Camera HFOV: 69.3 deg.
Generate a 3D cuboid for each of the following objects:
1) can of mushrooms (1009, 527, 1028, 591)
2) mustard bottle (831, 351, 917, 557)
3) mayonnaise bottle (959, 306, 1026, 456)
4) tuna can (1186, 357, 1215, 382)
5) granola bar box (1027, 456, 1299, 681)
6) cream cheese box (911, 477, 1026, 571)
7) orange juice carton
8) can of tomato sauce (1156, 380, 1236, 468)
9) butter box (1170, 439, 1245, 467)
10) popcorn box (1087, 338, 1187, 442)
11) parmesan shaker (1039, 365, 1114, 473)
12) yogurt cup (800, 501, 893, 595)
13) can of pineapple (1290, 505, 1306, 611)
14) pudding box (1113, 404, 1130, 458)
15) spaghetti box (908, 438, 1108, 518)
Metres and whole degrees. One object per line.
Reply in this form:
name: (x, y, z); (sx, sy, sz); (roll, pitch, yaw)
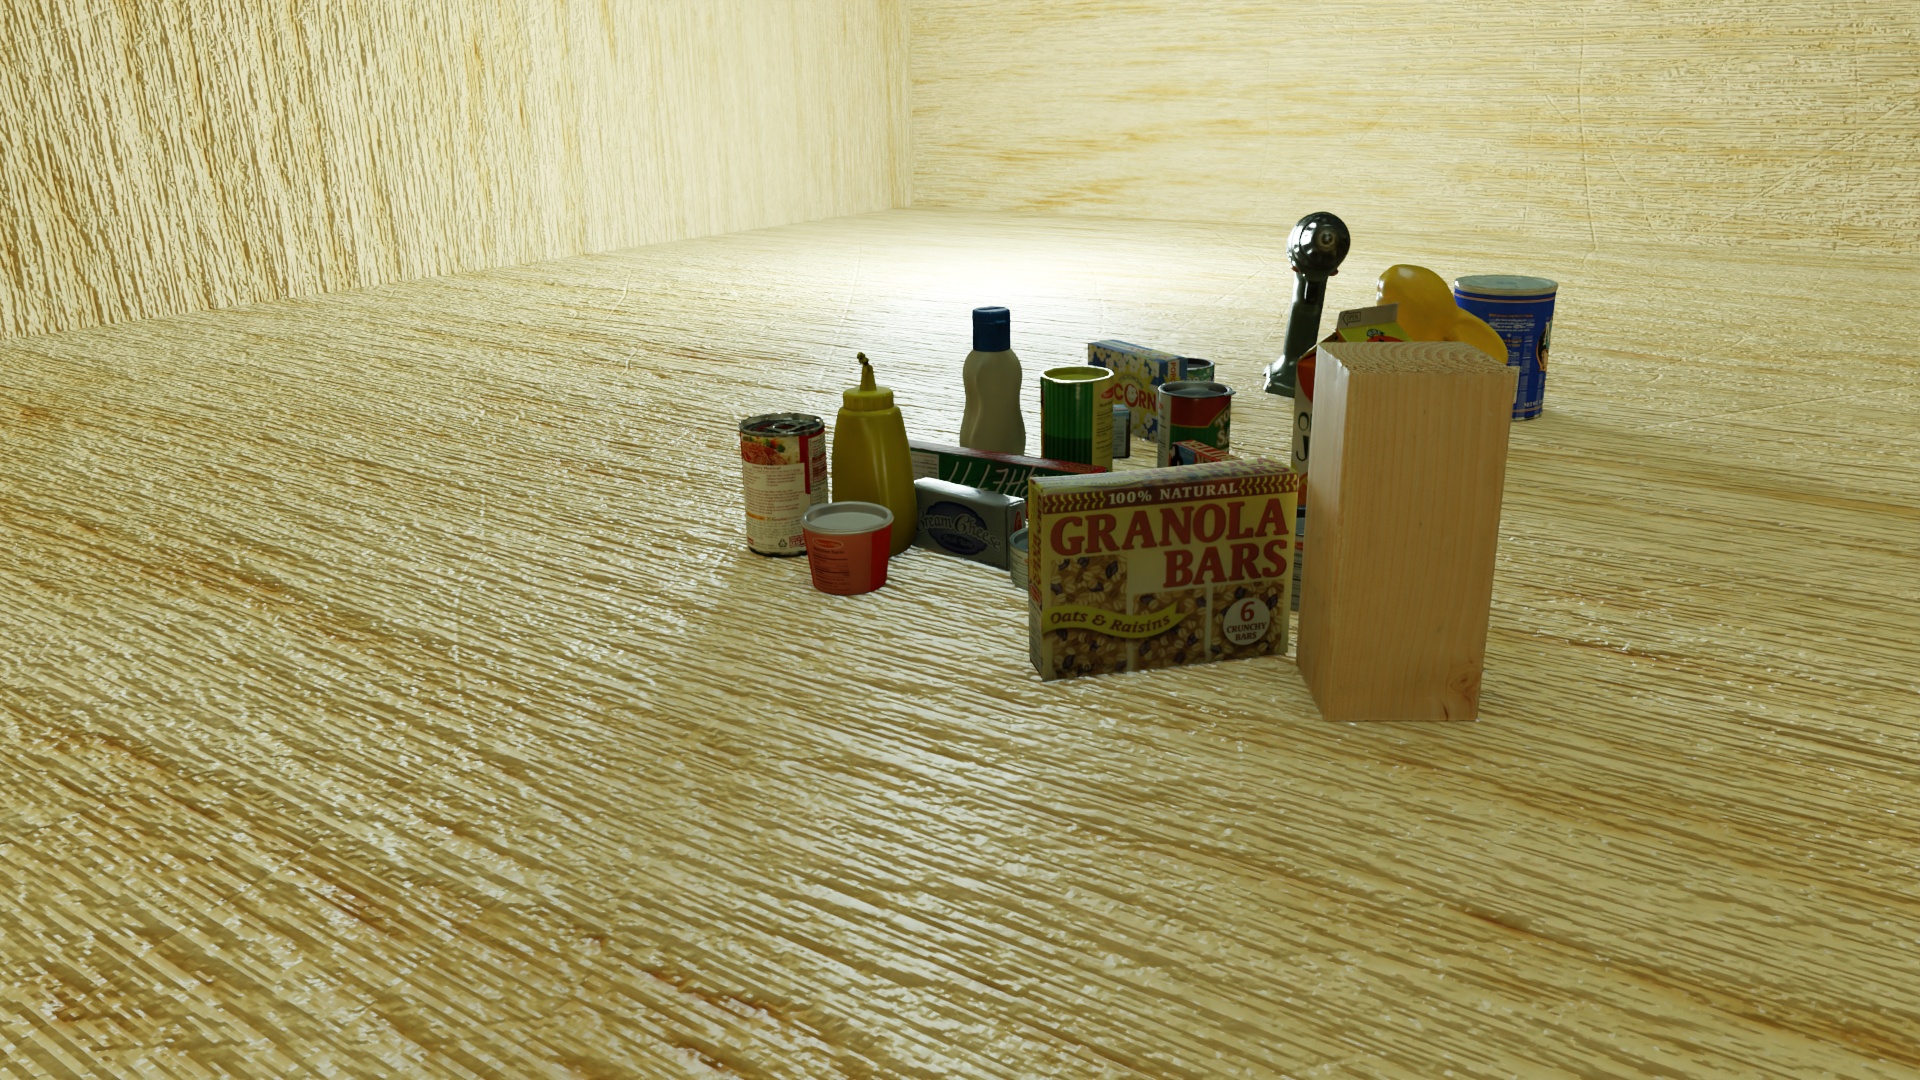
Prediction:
can of mushrooms: (0.071, 0.013, 1.027); (0.071, 0.033, 0.071); (-1, 19, 0)
mustard bottle: (-0.068, -0.068, 1.076); (0.065, 0.159, 0.049); (12, 22, 34)
mayonnaise bottle: (0.030, -0.147, 1.321); (0.065, 0.147, 0.041); (-10, 20, -25)
tuna can: (0.262, -0.190, 1.614); (0.071, 0.032, 0.071); (-1, 19, 0)
granola bar box: (0.126, 0.017, 0.874); (0.166, 0.123, 0.039); (-5, 19, -12)
cream cheese box: (0.004, -0.014, 1.078); (0.104, 0.053, 0.024); (15, 24, 38)
orange juice carton: (0.301, -0.081, 1.046); (0.072, 0.192, 0.073); (-14, 22, -34)
can of tomato sauce: (0.216, -0.099, 1.271); (0.071, 0.082, 0.071); (-1, 19, 0)
butter box: (0.215, -0.047, 1.167); (0.024, 0.053, 0.103); (-10, 21, -25)
popcorn box: (0.181, -0.157, 1.439); (0.038, 0.085, 0.127); (-11, 21, -28)
parmesan shaker: (0.103, -0.100, 1.248); (0.071, 0.102, 0.071); (-1, 19, 0)
yogurt cup: (-0.083, 0.007, 1.023); (0.072, 0.053, 0.072); (-1, 19, 0)
can of pineapple: (0.249, 0.012, 0.984); (0.071, 0.057, 0.071); (-1, 19, 0)
pudding box: (0.121, -0.105, 1.344); (0.084, 0.049, 0.030); (-3, 19, -6)
spaghetti box: (0.012, -0.052, 1.197); (0.250, 0.050, 0.029); (10, 22, 30)
